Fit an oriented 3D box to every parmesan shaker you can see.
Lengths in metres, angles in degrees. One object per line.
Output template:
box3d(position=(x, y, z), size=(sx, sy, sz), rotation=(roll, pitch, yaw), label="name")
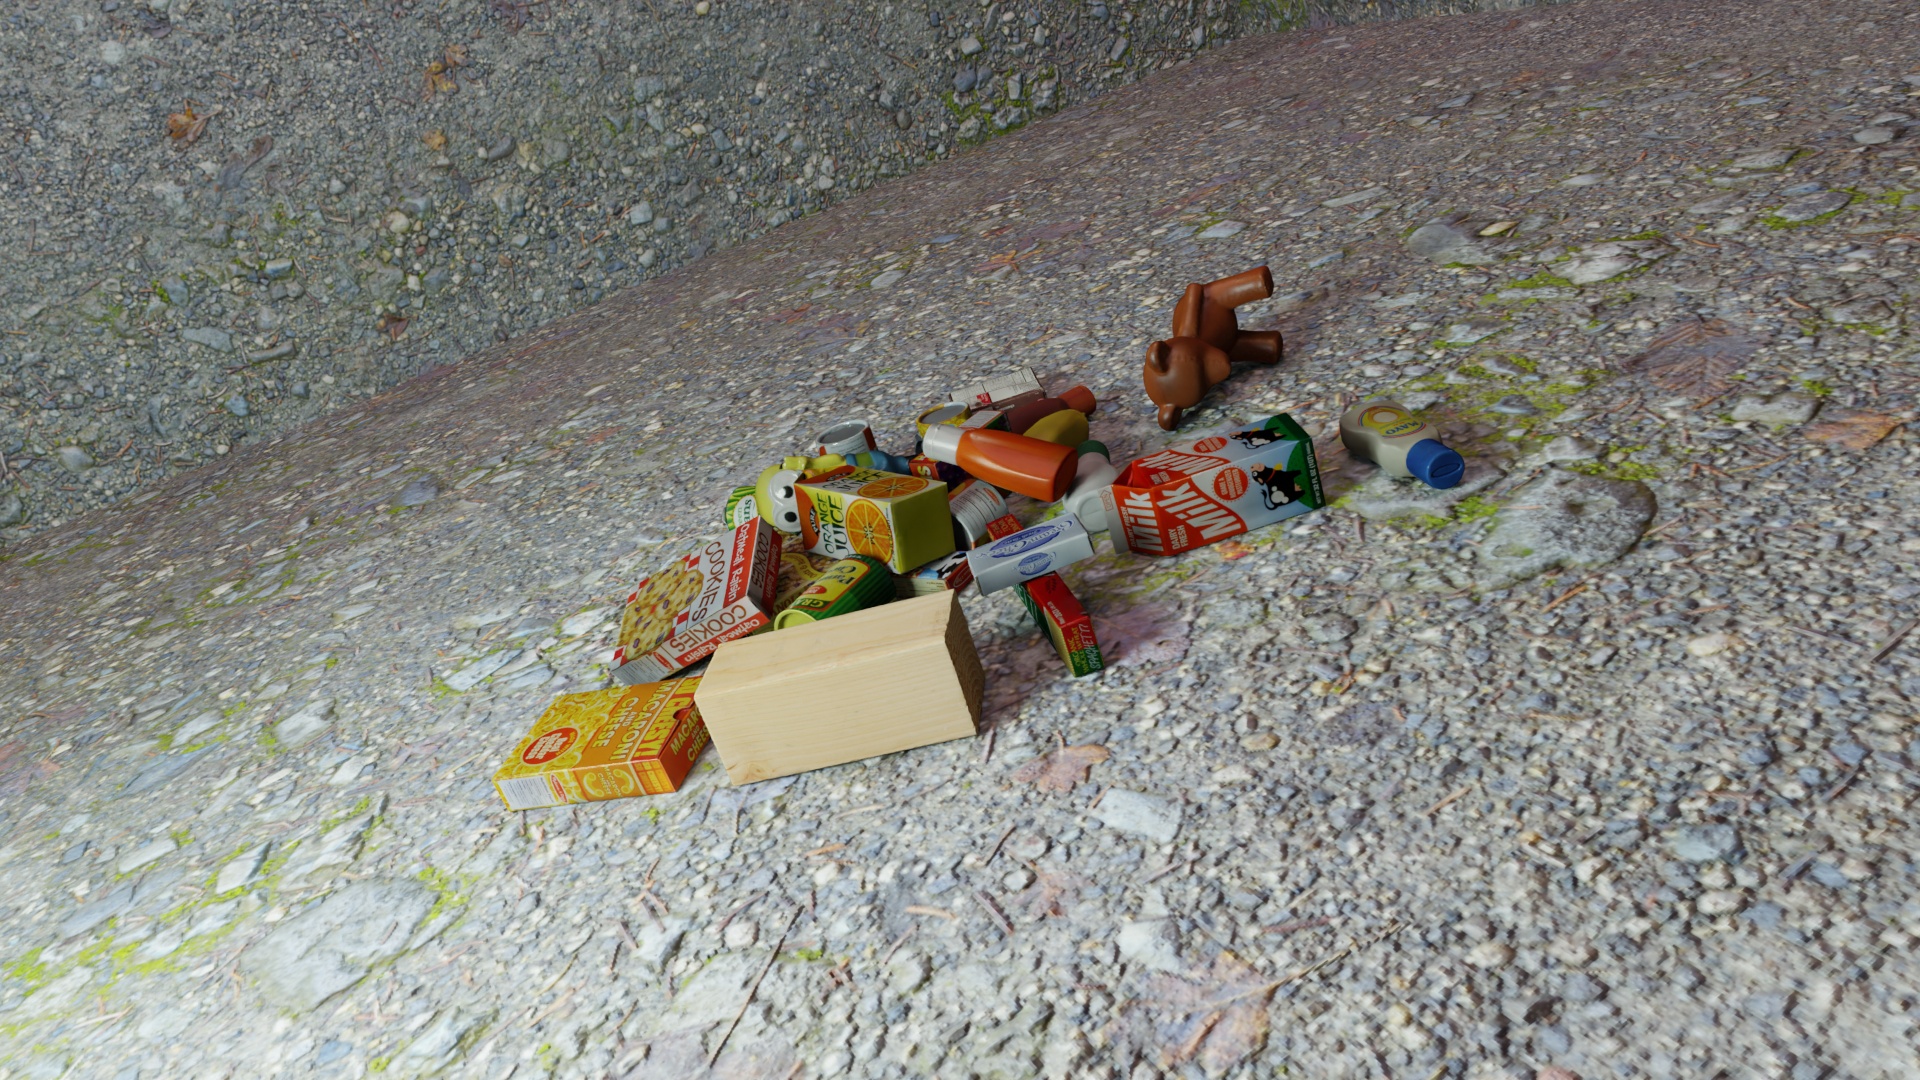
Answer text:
box3d(position=(-0.115, 0.065, 1.274), size=(0.071, 0.071, 0.103), rotation=(0, 30, 36), label="parmesan shaker")

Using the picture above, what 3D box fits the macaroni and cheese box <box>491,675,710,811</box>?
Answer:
box3d(position=(-0.302, 0.174, 1.206), size=(0.166, 0.040, 0.124), rotation=(-10, 26, 19), label="macaroni and cheese box")

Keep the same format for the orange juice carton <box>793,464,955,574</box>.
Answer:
box3d(position=(-0.099, -0.026, 1.363), size=(0.073, 0.071, 0.193), rotation=(-23, 24, -39), label="orange juice carton")

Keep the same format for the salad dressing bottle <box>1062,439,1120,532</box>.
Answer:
box3d(position=(0.133, -0.058, 1.385), size=(0.064, 0.044, 0.148), rotation=(-22, 22, 13), label="salad dressing bottle")

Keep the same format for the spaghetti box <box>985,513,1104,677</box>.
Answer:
box3d(position=(0.069, 0.042, 1.209), size=(0.029, 0.050, 0.251), rotation=(-20, 24, -6), label="spaghetti box")

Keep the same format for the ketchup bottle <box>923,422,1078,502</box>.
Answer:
box3d(position=(0.036, -0.081, 1.356), size=(0.149, 0.043, 0.065), rotation=(17, 42, 22), label="ketchup bottle")

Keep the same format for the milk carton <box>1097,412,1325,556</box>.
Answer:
box3d(position=(0.223, -0.046, 1.257), size=(0.191, 0.072, 0.074), rotation=(-18, 24, 1), label="milk carton")

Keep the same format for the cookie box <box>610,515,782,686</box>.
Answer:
box3d(position=(-0.250, 0.060, 1.331), size=(0.167, 0.040, 0.123), rotation=(-28, 34, 19), label="cookie box")

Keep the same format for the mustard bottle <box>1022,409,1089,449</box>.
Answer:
box3d(position=(0.105, -0.105, 1.484), size=(0.049, 0.065, 0.161), rotation=(-2, 23, 24), label="mustard bottle")

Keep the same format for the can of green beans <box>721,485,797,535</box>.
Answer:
box3d(position=(-0.218, -0.029, 1.546), size=(0.058, 0.071, 0.071), rotation=(-1, 29, 34), label="can of green beans")

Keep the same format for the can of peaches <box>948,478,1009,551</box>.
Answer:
box3d(position=(0.005, -0.017, 1.365), size=(0.071, 0.071, 0.058), rotation=(5, 34, 43), label="can of peaches")

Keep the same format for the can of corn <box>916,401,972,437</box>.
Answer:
box3d(position=(-0.014, -0.120, 1.603), size=(0.071, 0.058, 0.071), rotation=(-16, 24, 7), label="can of corn")

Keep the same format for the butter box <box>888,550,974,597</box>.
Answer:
box3d(position=(-0.038, 0.032, 1.338), size=(0.103, 0.024, 0.053), rotation=(1, 31, 37), label="butter box")

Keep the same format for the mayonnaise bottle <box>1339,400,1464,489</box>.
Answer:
box3d(position=(0.401, -0.086, 1.253), size=(0.065, 0.041, 0.148), rotation=(-19, 23, -5), label="mayonnaise bottle")

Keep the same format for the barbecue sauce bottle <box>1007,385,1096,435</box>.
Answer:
box3d(position=(0.088, -0.130, 1.567), size=(0.149, 0.043, 0.065), rotation=(-30, 44, -26), label="barbecue sauce bottle")

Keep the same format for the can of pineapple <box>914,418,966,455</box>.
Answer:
box3d(position=(-0.010, -0.096, 1.534), size=(0.058, 0.070, 0.071), rotation=(-28, 25, -20), label="can of pineapple")

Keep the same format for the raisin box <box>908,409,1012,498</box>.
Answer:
box3d(position=(0.008, -0.072, 1.451), size=(0.040, 0.085, 0.124), rotation=(6, 34, 41), label="raisin box")

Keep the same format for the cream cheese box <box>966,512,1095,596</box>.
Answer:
box3d(position=(0.059, 0.011, 1.188), size=(0.104, 0.024, 0.053), rotation=(-20, 24, -2), label="cream cheese box")

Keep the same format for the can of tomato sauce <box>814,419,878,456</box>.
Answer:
box3d(position=(-0.122, -0.087, 1.580), size=(0.071, 0.082, 0.071), rotation=(-15, 24, 7), label="can of tomato sauce")

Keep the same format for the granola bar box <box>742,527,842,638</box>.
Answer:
box3d(position=(-0.194, 0.045, 1.404), size=(0.125, 0.039, 0.165), rotation=(-30, 27, -26), label="granola bar box")
